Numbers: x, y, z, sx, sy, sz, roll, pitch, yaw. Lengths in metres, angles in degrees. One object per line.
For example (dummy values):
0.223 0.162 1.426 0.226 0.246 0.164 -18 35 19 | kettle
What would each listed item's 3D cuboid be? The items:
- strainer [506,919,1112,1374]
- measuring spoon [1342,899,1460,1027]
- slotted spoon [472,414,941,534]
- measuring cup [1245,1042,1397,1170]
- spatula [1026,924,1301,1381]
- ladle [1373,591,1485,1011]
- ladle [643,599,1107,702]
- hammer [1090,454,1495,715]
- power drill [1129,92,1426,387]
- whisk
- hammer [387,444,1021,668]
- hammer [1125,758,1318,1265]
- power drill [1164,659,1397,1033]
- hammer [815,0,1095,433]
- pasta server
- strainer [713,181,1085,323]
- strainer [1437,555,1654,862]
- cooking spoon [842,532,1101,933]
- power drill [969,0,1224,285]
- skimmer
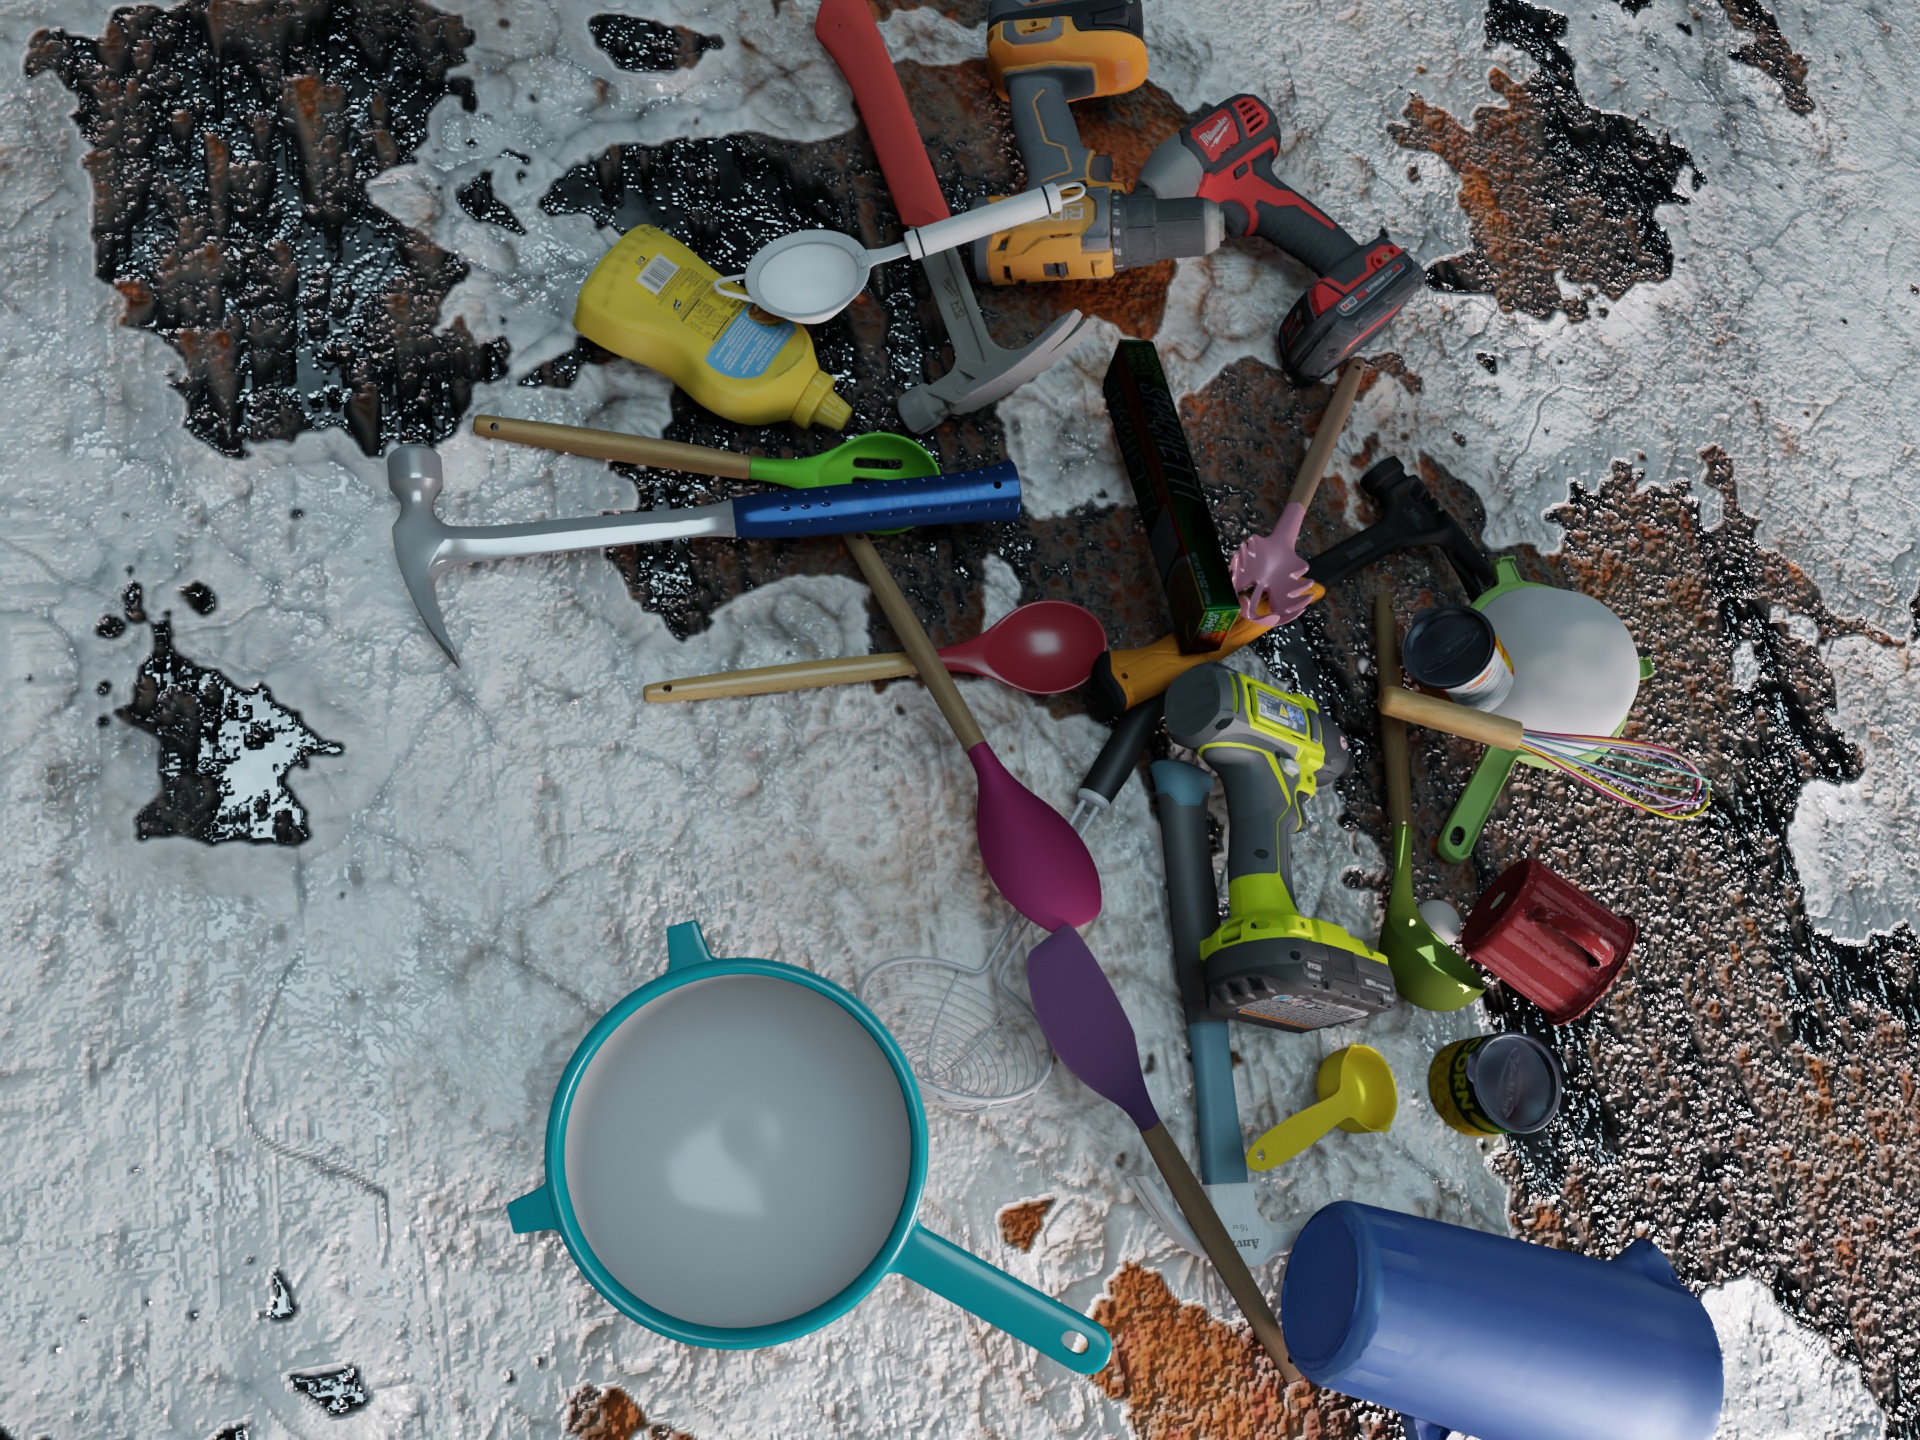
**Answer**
-0.069 0.273 0.916 0.340 0.095 0.211 29 83 0 | strainer
0.307 0.170 1.104 0.124 0.018 0.034 -41 87 -22 | measuring spoon
-0.169 -0.178 1.080 0.313 0.031 0.070 7 95 -11 | slotted spoon
0.225 0.256 1.023 0.156 0.029 0.062 -16 82 -40 | measuring cup
0.127 0.271 0.974 0.060 0.018 0.316 -33 95 -35 | spatula
0.319 0.048 1.118 0.078 0.062 0.320 23 58 -37 | ladle
-0.054 -0.035 1.067 0.315 0.031 0.069 -7 71 -15 | ladle
0.232 -0.081 1.134 0.337 0.034 0.127 -28 72 -26 | hammer
0.237 -0.375 1.232 0.143 0.078 0.220 -38 83 -23 | power drill
0.412 0.020 1.117 0.245 0.051 0.047 16 90 -2 | whisk
-0.159 -0.125 1.041 0.405 0.035 0.144 -7 75 -11 | hammer
0.163 0.187 1.052 0.128 0.033 0.331 1 72 -16 | hammer
0.217 0.085 1.052 0.171 0.080 0.223 20 57 -39 | power drill
-0.027 -0.392 1.151 0.036 0.149 0.359 13 54 -59 | hammer
0.253 -0.174 1.153 0.060 0.040 0.316 29 53 0 | pasta server
-0.038 -0.318 1.080 0.258 0.050 0.087 -18 57 3 | strainer
0.421 -0.004 1.164 0.151 0.069 0.256 36 66 -2 | strainer
-0.002 -0.003 1.035 0.068 0.017 0.319 -21 68 -24 | cooking spoon
0.101 -0.431 1.183 0.185 0.084 0.226 -1 73 9 | power drill
0.061 0.088 1.023 0.127 0.090 0.363 28 66 11 | skimmer
